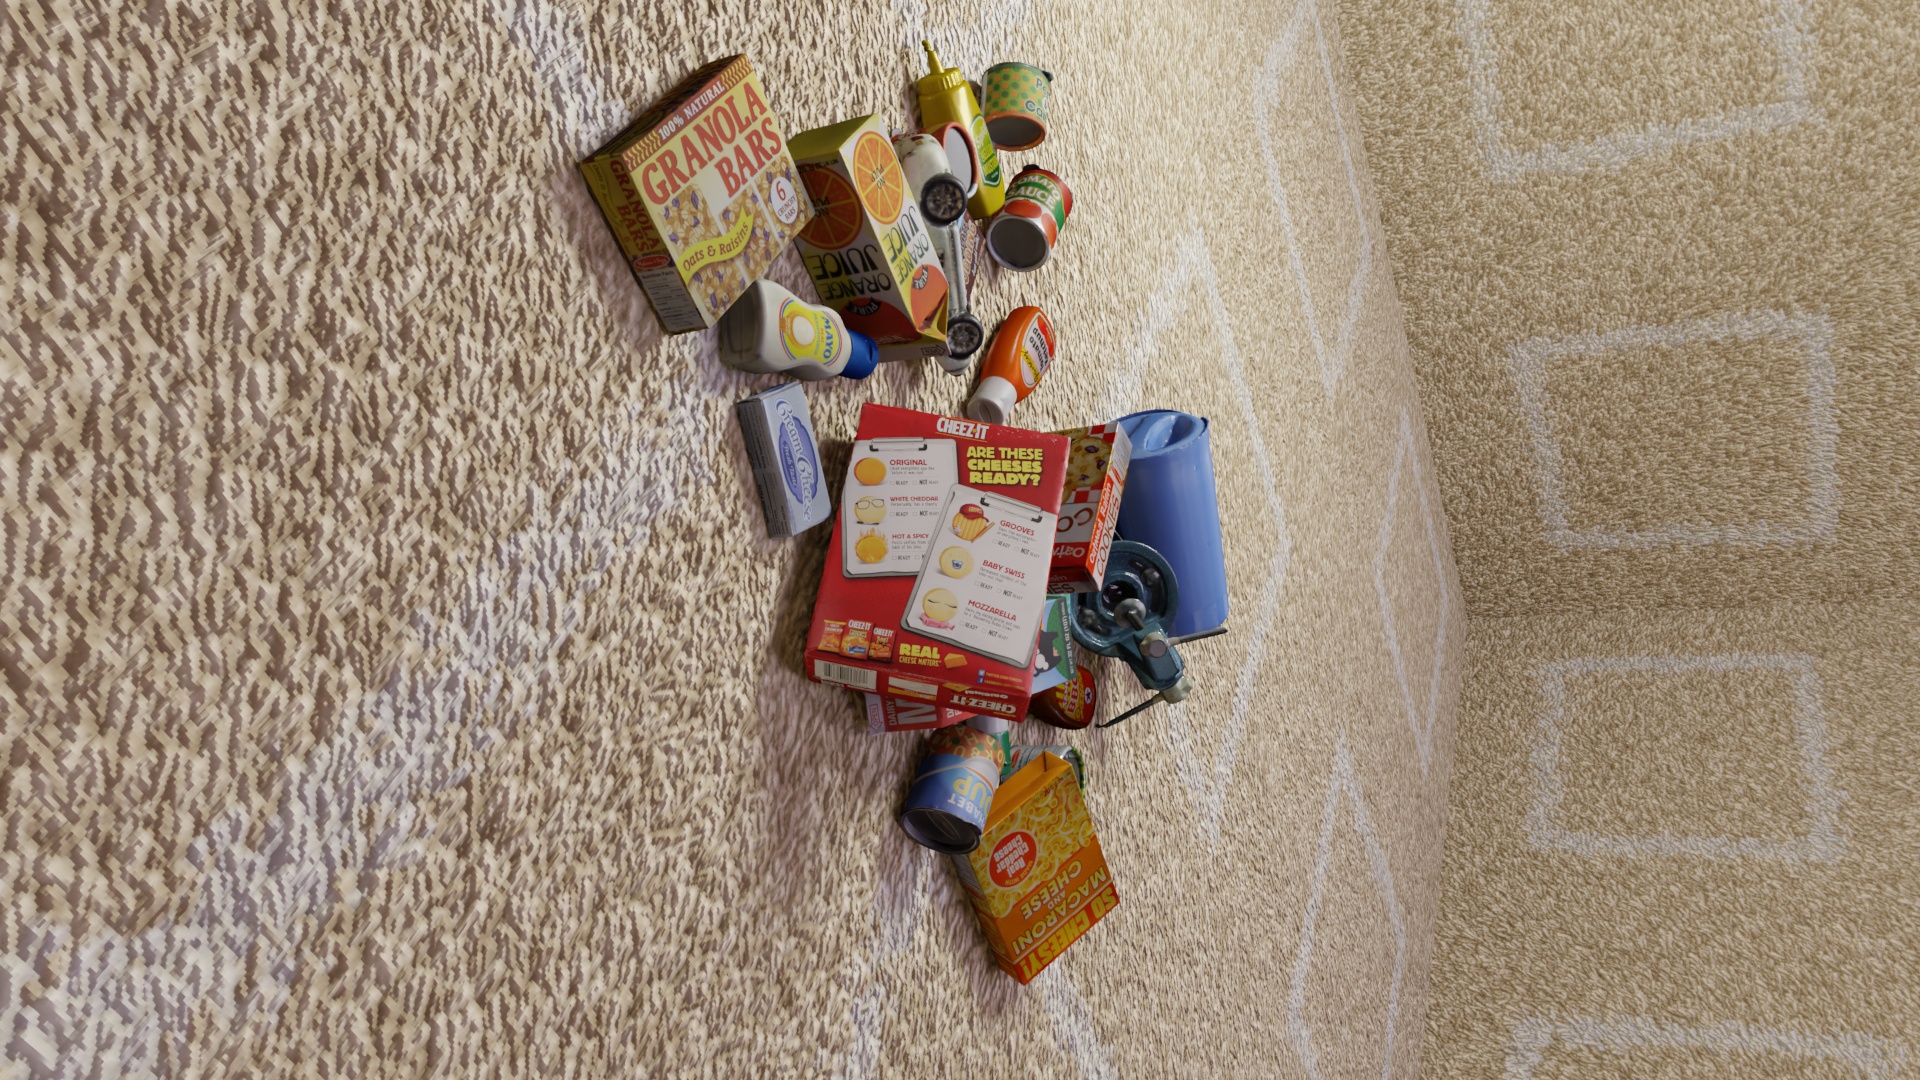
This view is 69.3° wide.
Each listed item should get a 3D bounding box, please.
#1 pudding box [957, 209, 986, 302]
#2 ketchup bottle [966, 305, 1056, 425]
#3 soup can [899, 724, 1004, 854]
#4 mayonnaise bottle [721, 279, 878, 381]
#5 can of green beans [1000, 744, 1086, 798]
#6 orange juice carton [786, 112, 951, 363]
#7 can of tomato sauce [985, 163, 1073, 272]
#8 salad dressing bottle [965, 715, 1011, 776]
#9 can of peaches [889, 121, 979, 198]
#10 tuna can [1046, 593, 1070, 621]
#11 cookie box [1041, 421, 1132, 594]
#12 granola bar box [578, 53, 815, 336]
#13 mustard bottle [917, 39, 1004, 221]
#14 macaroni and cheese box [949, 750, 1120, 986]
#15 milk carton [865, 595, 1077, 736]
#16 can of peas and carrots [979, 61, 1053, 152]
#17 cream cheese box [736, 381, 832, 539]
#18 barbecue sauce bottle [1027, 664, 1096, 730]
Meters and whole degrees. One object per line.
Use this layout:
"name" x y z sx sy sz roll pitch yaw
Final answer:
"pudding box" -0.008 -0.251 1.233 0.049 0.030 0.084 51 43 -44
"ketchup bottle" 0.047 -0.159 1.305 0.064 0.043 0.150 66 34 -31
"soup can" -0.003 0.201 1.126 0.071 0.071 0.084 60 37 -38
"mayonnaise bottle" -0.113 -0.146 1.009 0.148 0.041 0.065 6 81 -61
"can of green beans" 0.078 0.222 1.284 0.071 0.058 0.071 15 72 -60
"orange juice carton" -0.070 -0.221 1.070 0.192 0.072 0.073 66 34 -31
"can of tomato sauce" 0.066 -0.310 1.339 0.071 0.071 0.083 62 37 -36
"salad dressing bottle" 0.020 0.131 1.211 0.064 0.044 0.147 -9 94 -60
"can of peaches" -0.024 -0.322 1.185 0.071 0.058 0.071 14 74 -60
"tuna can" 0.067 0.065 1.285 0.071 0.071 0.033 4 83 -61
"cookie box" 0.080 -0.028 1.260 0.040 0.123 0.168 55 41 -42
"granola bar box" -0.169 -0.232 0.924 0.123 0.039 0.166 67 34 -31
"mustard bottle" -0.005 -0.366 1.237 0.066 0.049 0.159 -59 135 -52
"macaroni and cheese box" 0.065 0.286 1.216 0.124 0.040 0.165 -34 120 -25
"milk carton" -0.001 0.098 1.112 0.191 0.073 0.072 -14 99 -40
"can of peas and carrots" 0.053 -0.414 1.329 0.071 0.071 0.059 29 61 -57
"cream cheese box" -0.125 -0.057 0.992 0.053 0.024 0.103 -35 116 -58
"barbecue sauce bottle" 0.081 0.140 1.319 0.148 0.043 0.065 27 63 -57
